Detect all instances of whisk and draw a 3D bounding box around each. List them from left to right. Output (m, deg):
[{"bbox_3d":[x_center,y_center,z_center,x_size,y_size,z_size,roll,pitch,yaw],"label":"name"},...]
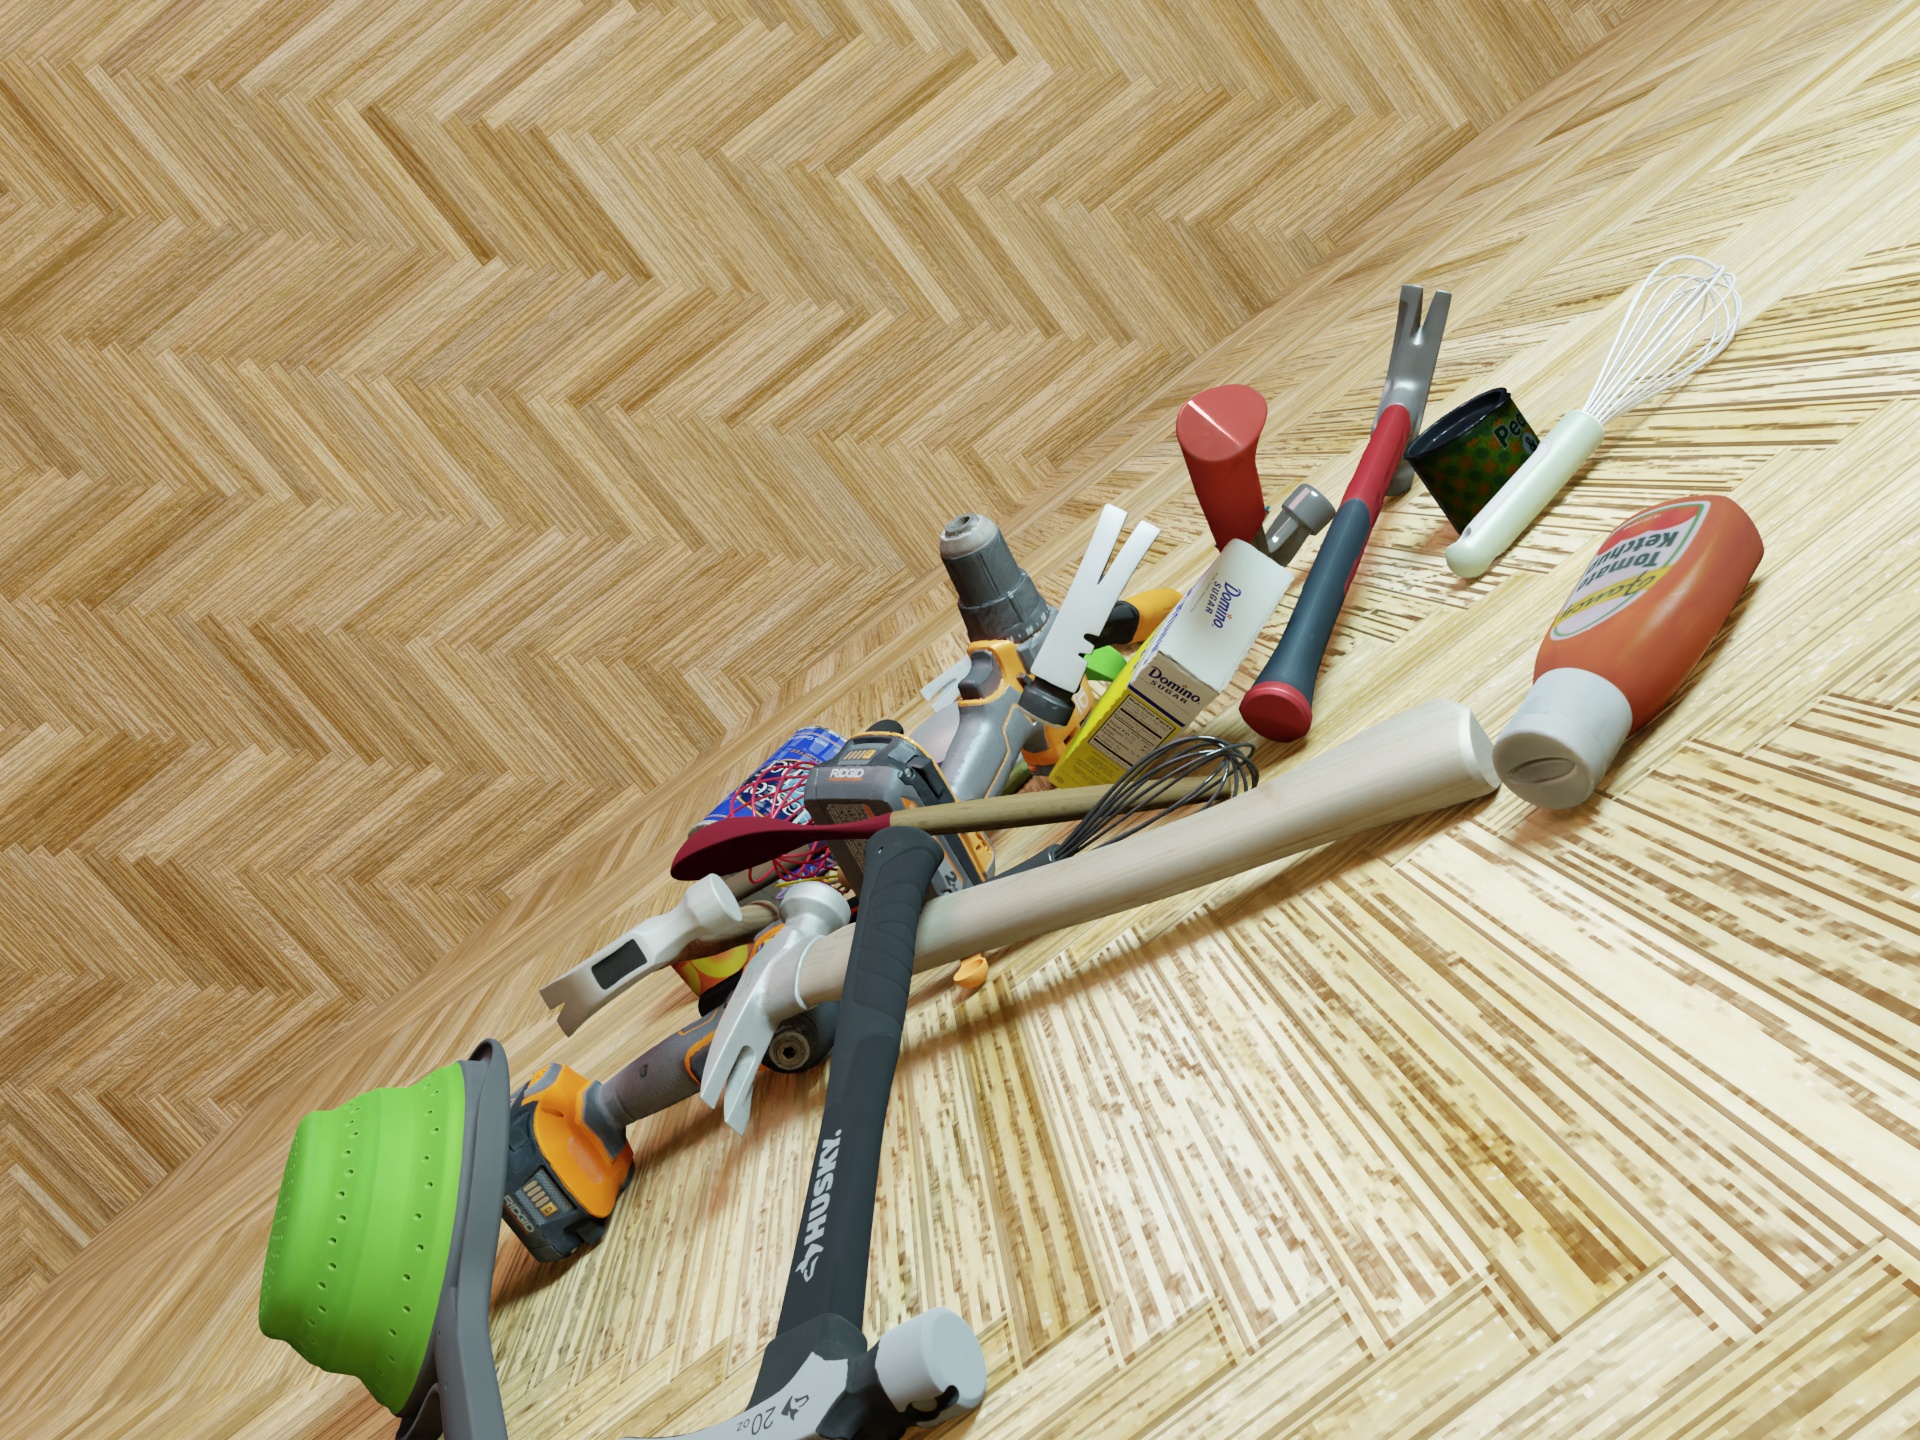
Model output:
[{"bbox_3d":[-0.086,0.043,1.063,0.073,0.073,0.296,-35,3,19],"label":"whisk"},{"bbox_3d":[-0.079,0.107,1.117,0.245,0.047,0.051,-21,45,67],"label":"whisk"},{"bbox_3d":[0.053,0.073,0.815,0.239,0.055,0.055,-34,11,29],"label":"whisk"},{"bbox_3d":[0.344,-0.165,0.865,0.246,0.059,0.058,-46,2,-13],"label":"whisk"}]

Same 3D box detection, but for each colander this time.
[{"bbox_3d":[-0.273,0.277,0.747,0.397,0.094,0.204,27,103,66],"label":"colander"}]

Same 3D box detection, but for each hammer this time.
[{"bbox_3d":[-0.165,0.138,0.995,0.130,0.031,0.331,-32,-6,2],"label":"hammer"},{"bbox_3d":[-0.045,0.154,0.649,0.146,0.035,0.335,-35,24,23],"label":"hammer"},{"bbox_3d":[0.076,-0.068,1.426,0.144,0.035,0.405,-41,10,-16],"label":"hammer"},{"bbox_3d":[0.045,0.085,0.721,0.410,0.038,0.146,-23,29,34],"label":"hammer"},{"bbox_3d":[0.113,-0.073,1.037,0.127,0.034,0.337,-66,-12,12],"label":"hammer"},{"bbox_3d":[0.151,-0.110,0.905,0.149,0.037,0.359,-48,-14,5],"label":"hammer"},{"bbox_3d":[0.229,-0.122,0.927,0.386,0.038,0.143,-56,-24,-48],"label":"hammer"}]

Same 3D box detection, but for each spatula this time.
[{"bbox_3d":[-0.123,0.099,1.114,0.316,0.018,0.060,-29,19,16],"label":"spatula"}]

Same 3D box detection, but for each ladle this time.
[{"bbox_3d":[-0.012,0.054,0.857,0.315,0.031,0.069,-8,-14,17],"label":"ladle"}]

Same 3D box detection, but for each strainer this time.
[{"bbox_3d":[-0.015,0.046,1.136,0.151,0.069,0.256,-35,9,21],"label":"strainer"}]

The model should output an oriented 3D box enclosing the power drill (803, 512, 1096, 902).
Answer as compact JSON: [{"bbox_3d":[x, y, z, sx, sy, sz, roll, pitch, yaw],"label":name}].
[{"bbox_3d":[-0.002,-0.003,0.984,0.084,0.185,0.226,-2,35,40],"label":"power drill"}]

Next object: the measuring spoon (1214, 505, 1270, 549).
[{"bbox_3d":[0.241,-0.156,1.303,0.042,0.021,0.128,-33,2,28],"label":"measuring spoon"}]

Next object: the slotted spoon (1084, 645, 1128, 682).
[{"bbox_3d":[0.065,-0.028,1.256,0.031,0.070,0.314,-69,11,-11],"label":"slotted spoon"}]

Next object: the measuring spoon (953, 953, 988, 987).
[{"bbox_3d":[0.010,0.124,0.875,0.021,0.011,0.117,-31,7,9],"label":"measuring spoon"}]

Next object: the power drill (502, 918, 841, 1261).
[{"bbox_3d":[-0.164,0.208,0.915,0.226,0.084,0.164,-34,9,0],"label":"power drill"}]
